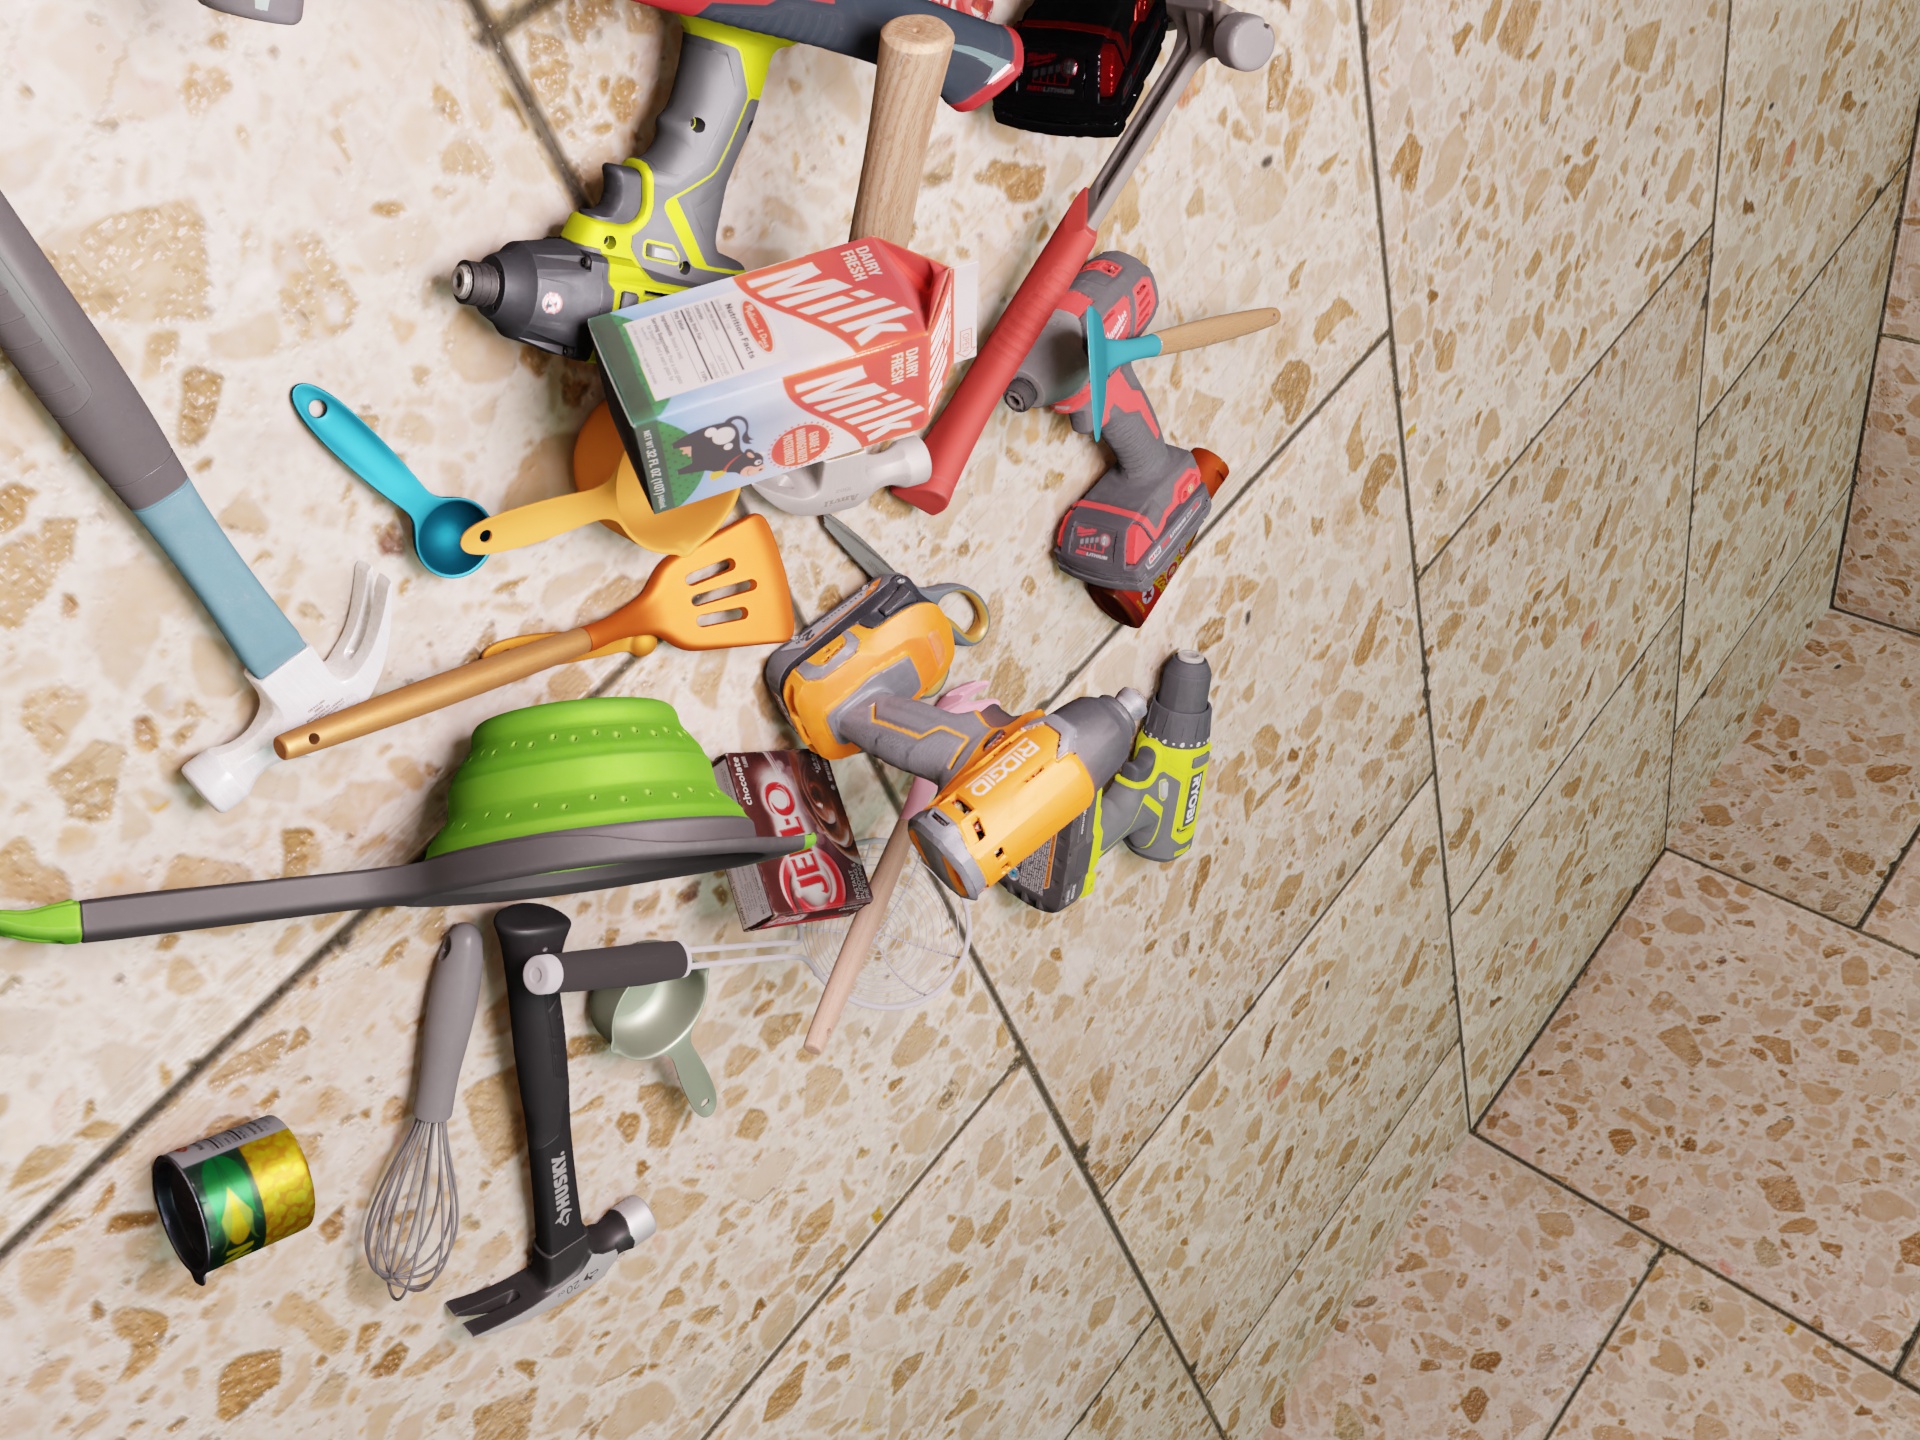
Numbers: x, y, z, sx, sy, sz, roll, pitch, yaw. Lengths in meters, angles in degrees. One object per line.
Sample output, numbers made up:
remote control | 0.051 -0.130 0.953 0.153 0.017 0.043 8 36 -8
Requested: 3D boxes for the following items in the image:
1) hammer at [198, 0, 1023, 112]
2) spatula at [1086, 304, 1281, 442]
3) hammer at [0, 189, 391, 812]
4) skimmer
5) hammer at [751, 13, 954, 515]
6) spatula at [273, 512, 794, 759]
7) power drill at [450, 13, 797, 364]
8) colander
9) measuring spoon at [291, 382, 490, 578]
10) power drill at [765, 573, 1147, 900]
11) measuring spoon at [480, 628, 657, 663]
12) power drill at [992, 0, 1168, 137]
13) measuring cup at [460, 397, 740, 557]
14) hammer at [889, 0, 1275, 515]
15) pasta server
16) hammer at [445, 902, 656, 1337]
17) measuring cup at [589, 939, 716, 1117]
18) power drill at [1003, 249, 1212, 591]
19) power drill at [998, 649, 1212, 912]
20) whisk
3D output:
hammer | -0.119 -0.341 0.686 0.386 0.038 0.143 -5 120 -40
spatula | 0.154 -0.258 1.088 0.317 0.044 0.082 -28 118 -48
hammer | -0.353 -0.108 0.682 0.128 0.033 0.330 -42 139 -24
skimmer | -0.122 0.138 1.029 0.090 0.127 0.363 -30 162 26
hammer | -0.053 -0.226 0.859 0.130 0.031 0.331 -21 154 -24
spatula | -0.217 -0.038 0.860 0.322 0.041 0.081 -28 110 -48
power drill | -0.154 -0.285 0.779 0.171 0.080 0.223 -4 118 -47
colander | -0.274 0.046 0.823 0.397 0.204 0.094 -4 81 -32
measuring spoon | -0.282 -0.120 0.782 0.042 0.021 0.128 -52 133 -13
power drill | -0.002 -0.003 0.992 0.164 0.227 0.084 -38 137 -16
measuring spoon | -0.219 -0.040 0.904 0.117 0.011 0.021 -10 119 -47
power drill | 0.050 -0.429 0.862 0.226 0.080 0.188 75 33 -56
measuring cup | -0.198 -0.125 0.845 0.173 0.052 0.095 -26 130 -37
hammer | 0.059 -0.294 1.019 0.036 0.149 0.359 25 104 -32
pasta server | -0.039 0.093 1.092 0.060 0.040 0.316 62 37 -38
hammer | -0.263 0.250 0.996 0.146 0.035 0.334 -27 135 -39
measuring cup | -0.199 0.211 1.066 0.083 0.038 0.167 -41 140 -27
power drill | 0.100 -0.204 1.132 0.143 0.079 0.219 -50 138 -26
power drill | 0.132 0.050 1.333 0.228 0.080 0.190 -22 128 -45
whisk | -0.311 0.231 0.935 0.055 0.055 0.239 0 107 -50
